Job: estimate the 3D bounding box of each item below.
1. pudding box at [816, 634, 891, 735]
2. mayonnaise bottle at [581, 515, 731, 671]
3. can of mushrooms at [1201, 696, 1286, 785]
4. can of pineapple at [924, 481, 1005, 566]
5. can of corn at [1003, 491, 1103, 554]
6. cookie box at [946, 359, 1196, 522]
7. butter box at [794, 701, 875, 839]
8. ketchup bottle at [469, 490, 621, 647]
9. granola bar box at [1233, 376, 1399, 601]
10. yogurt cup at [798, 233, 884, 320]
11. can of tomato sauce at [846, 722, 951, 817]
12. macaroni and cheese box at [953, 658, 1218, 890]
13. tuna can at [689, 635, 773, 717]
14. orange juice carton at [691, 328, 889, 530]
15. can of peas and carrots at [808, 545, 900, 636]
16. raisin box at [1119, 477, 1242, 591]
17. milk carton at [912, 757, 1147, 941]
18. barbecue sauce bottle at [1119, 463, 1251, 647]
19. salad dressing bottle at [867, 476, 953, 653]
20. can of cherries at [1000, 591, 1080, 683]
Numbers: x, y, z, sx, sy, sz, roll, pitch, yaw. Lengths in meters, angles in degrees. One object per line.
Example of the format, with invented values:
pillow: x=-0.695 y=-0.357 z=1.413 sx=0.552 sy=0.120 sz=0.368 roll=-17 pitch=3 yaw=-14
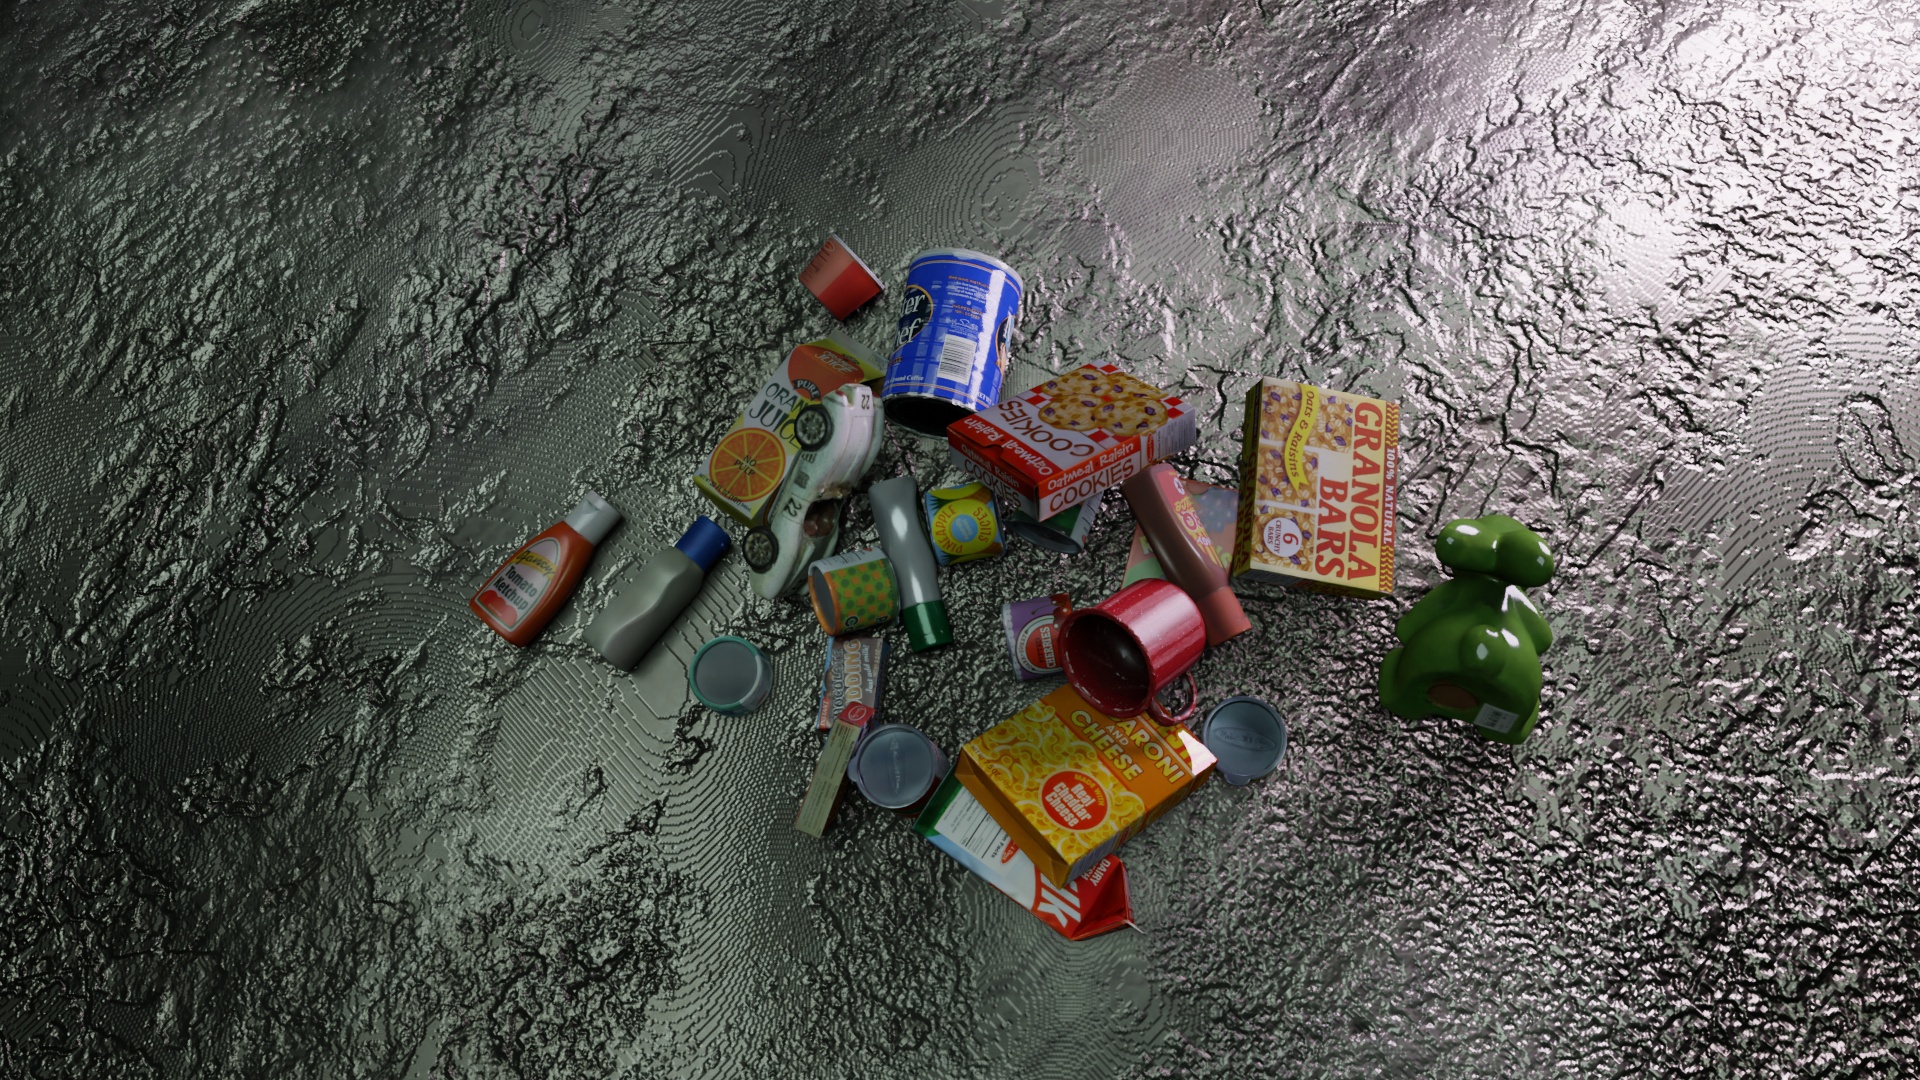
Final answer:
pudding box: x=-0.090 y=0.123 z=1.172 sx=0.050 sy=0.030 sz=0.084 roll=4 pitch=73 yaw=11
mayonnaise bottle: x=-0.261 y=0.044 z=1.210 sx=0.041 sy=0.064 sz=0.148 roll=35 pitch=77 yaw=21
can of mushrooms: x=0.225 y=0.162 z=1.107 sx=0.071 sy=0.033 sz=0.071 roll=-2 pitch=72 yaw=8
can of pineapple: x=0.004 y=-0.015 z=1.180 sx=0.058 sy=0.071 sz=0.071 roll=-12 pitch=71 yaw=6
can of corn: x=0.079 y=-0.029 z=1.174 sx=0.071 sy=0.071 sz=0.058 roll=19 pitch=76 yaw=14
cookie box: x=0.091 y=-0.087 z=1.145 sx=0.168 sy=0.040 sz=0.123 roll=-26 pitch=39 yaw=-26
butter box: x=-0.101 y=0.185 z=1.123 sx=0.024 sy=0.053 sz=0.103 roll=22 pitch=102 yaw=6
ketchup bottle: x=-0.366 y=0.022 z=1.242 sx=0.065 sy=0.043 sz=0.149 roll=38 pitch=81 yaw=18
granola bar box: x=0.293 y=-0.041 z=1.139 sx=0.124 sy=0.039 sz=0.166 roll=10 pitch=73 yaw=-9
yogurt cup: x=-0.112 y=-0.239 z=1.275 sx=0.054 sy=0.072 sz=0.072 roll=-44 pitch=71 yaw=3
can of tomato sauce: x=-0.047 y=0.187 z=1.116 sx=0.071 sy=0.083 sz=0.071 roll=-3 pitch=72 yaw=9
macaroni and cheese box: x=0.098 y=0.174 z=1.070 sx=0.167 sy=0.040 sz=0.124 roll=-27 pitch=58 yaw=-33
tuna can: x=-0.199 y=0.115 z=1.190 sx=0.071 sy=0.032 sz=0.071 roll=-2 pitch=72 yaw=8
orange juice carton: x=-0.142 y=-0.099 z=1.229 sx=0.072 sy=0.073 sz=0.193 roll=34 pitch=80 yaw=19
can of peas and carrots: x=-0.089 y=0.045 z=1.169 sx=0.059 sy=0.070 sz=0.071 roll=-14 pitch=69 yaw=-22
raisin box: x=0.185 y=0.012 z=1.158 sx=0.086 sy=0.040 sz=0.123 roll=13 pitch=74 yaw=14
milk carton: x=0.064 y=0.252 z=1.084 sx=0.191 sy=0.072 sz=0.073 roll=32 pitch=81 yaw=18
barbecue sauce bottle: x=0.181 y=0.012 z=1.107 sx=0.043 sy=0.065 sz=0.148 roll=-31 pitch=78 yaw=24
salad dressing bottle: x=-0.041 y=0.021 z=1.183 sx=0.044 sy=0.064 sz=0.148 roll=-14 pitch=79 yaw=-6
can of cherries: x=0.068 y=0.080 z=1.139 sx=0.058 sy=0.071 sz=0.071 roll=-11 pitch=71 yaw=5
